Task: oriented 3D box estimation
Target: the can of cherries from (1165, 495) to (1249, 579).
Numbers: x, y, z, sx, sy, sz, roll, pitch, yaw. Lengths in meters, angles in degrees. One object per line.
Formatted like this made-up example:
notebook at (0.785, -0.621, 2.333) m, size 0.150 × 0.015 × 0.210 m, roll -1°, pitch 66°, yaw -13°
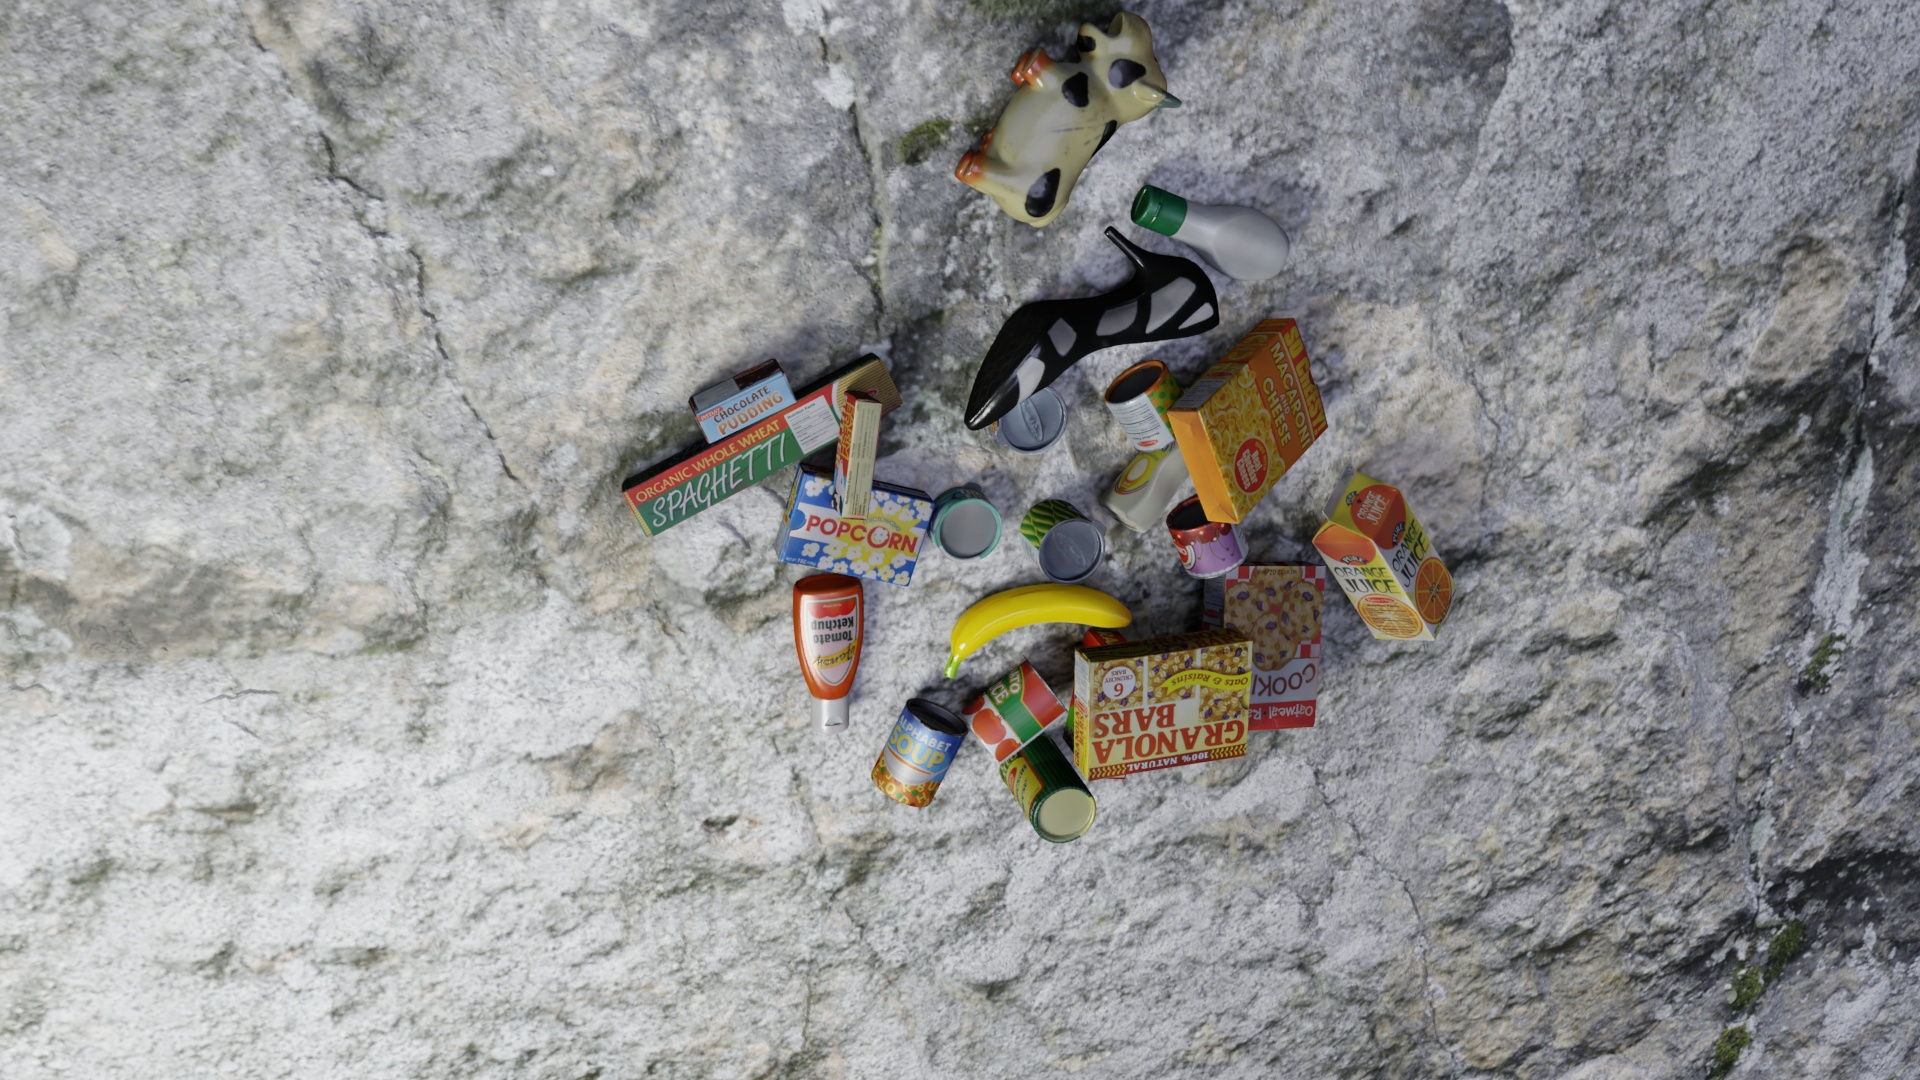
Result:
can of cherries at (0.237, -0.004, 1.348) m, size 0.071 × 0.071 × 0.058 m, roll -29°, pitch 116°, yaw -6°

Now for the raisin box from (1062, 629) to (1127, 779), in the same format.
raisin box at (0.144, 0.161, 1.369) m, size 0.040 × 0.086 × 0.123 m, roll 4°, pitch 109°, yaw -18°

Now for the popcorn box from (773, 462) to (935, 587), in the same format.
popcorn box at (-0.095, -0.013, 1.250) m, size 0.127 × 0.038 × 0.085 m, roll 12°, pitch 106°, yaw -22°

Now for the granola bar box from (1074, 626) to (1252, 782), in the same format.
granola bar box at (0.191, 0.154, 1.310) m, size 0.166 × 0.039 × 0.123 m, roll -6°, pitch 110°, yaw -15°

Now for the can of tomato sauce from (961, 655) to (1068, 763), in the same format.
can of tomato sauce at (0.051, 0.165, 1.351) m, size 0.083 × 0.071 × 0.071 m, roll -38°, pitch 117°, yaw 0°

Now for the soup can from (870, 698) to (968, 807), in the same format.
soup can at (-0.041, 0.204, 1.333) m, size 0.071 × 0.071 × 0.083 m, roll 21°, pitch 102°, yaw -24°

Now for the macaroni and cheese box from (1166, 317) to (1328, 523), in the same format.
macaroni and cheese box at (0.272, -0.113, 1.293) m, size 0.167 × 0.040 × 0.123 m, roll -42°, pitch 121°, yaw -30°

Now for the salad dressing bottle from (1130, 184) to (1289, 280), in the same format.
salad dressing bottle at (0.225, -0.280, 1.252) m, size 0.148 × 0.044 × 0.064 m, roll 16°, pitch 106°, yaw -22°

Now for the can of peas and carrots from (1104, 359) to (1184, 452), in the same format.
can of peas and carrots at (0.175, -0.126, 1.283) m, size 0.071 × 0.071 × 0.058 m, roll -38°, pitch 116°, yaw -1°

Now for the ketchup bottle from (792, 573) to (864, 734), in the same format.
ketchup bottle at (-0.121, 0.106, 1.284) m, size 0.065 × 0.043 × 0.148 m, roll -5°, pitch 112°, yaw -16°

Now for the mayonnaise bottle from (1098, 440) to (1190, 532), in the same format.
mayonnaise bottle at (0.196, -0.078, 1.309) m, size 0.041 × 0.065 × 0.148 m, roll 41°, pitch 85°, yaw -29°

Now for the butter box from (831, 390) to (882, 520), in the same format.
butter box at (-0.089, -0.073, 1.182) m, size 0.024 × 0.053 × 0.103 m, roll 4°, pitch 102°, yaw -18°

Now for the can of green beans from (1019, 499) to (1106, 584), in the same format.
can of green beans at (0.095, 0.001, 1.307) m, size 0.071 × 0.058 × 0.071 m, roll -6°, pitch 112°, yaw -16°

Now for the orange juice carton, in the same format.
orange juice carton at (0.420, 0.012, 1.397) m, size 0.192 × 0.073 × 0.072 m, roll 51°, pitch 59°, yaw -27°

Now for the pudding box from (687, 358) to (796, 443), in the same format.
pudding box at (-0.184, -0.119, 1.174) m, size 0.084 × 0.050 × 0.030 m, roll -27°, pitch 118°, yaw -7°

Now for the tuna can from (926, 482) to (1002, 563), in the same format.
tuna can at (0.005, -0.016, 1.285) m, size 0.071 × 0.033 × 0.070 m, roll -6°, pitch 112°, yaw -16°

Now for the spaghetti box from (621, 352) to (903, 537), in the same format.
spaghetti box at (-0.172, -0.084, 1.203) m, size 0.250 × 0.029 × 0.050 m, roll -28°, pitch 116°, yaw -6°

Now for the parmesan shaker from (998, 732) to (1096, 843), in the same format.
parmesan shaker at (0.086, 0.242, 1.370) m, size 0.071 × 0.103 × 0.071 m, roll -6°, pitch 112°, yaw -16°

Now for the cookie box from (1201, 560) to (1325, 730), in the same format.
cookie box at (0.303, 0.106, 1.397) m, size 0.123 × 0.040 × 0.167 m, roll 1°, pitch 95°, yaw -25°

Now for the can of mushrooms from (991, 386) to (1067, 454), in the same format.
can of mushrooms at (0.059, -0.113, 1.266) m, size 0.071 × 0.033 × 0.070 m, roll -7°, pitch 112°, yaw -16°
